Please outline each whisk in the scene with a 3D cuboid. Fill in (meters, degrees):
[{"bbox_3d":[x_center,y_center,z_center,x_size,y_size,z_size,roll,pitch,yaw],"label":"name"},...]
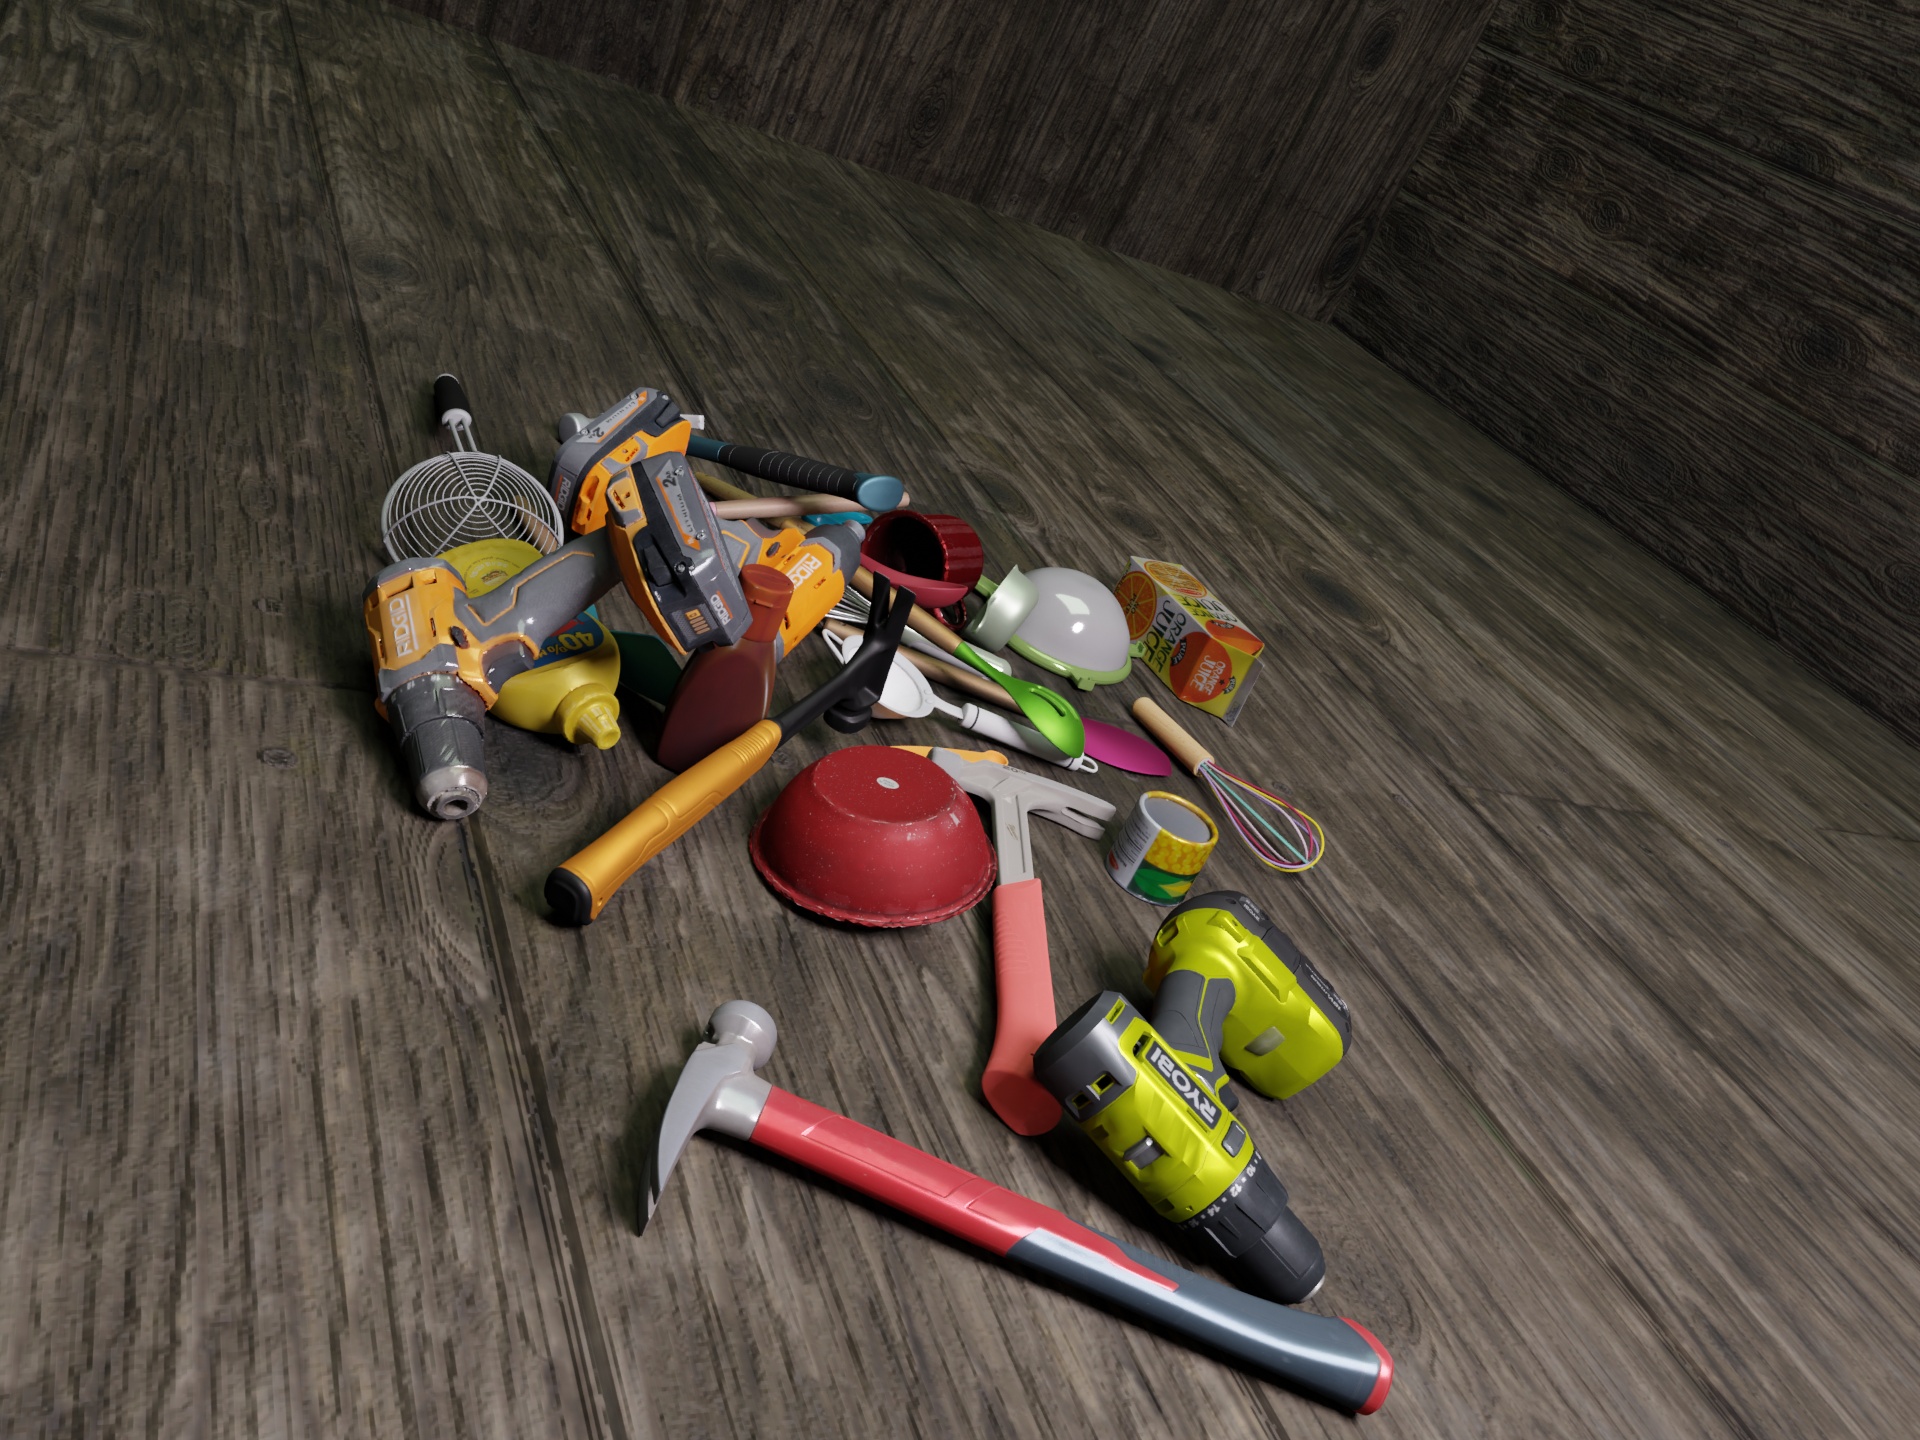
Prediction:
[{"bbox_3d":[-0.069,-0.085,1.336,0.246,0.057,0.059,24,60,-10],"label":"whisk"},{"bbox_3d":[0.221,0.049,1.337,0.051,0.047,0.245,20,19,-42],"label":"whisk"}]

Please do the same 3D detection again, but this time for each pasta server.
[{"bbox_3d":[-0.185,-0.188,1.359,0.316,0.040,0.060,-8,34,-29],"label":"pasta server"}]

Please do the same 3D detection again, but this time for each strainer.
[{"bbox_3d":[-0.002,-0.004,1.244,0.258,0.050,0.087,22,32,-20],"label":"strainer"},{"bbox_3d":[0.060,-0.130,1.493,0.256,0.069,0.151,34,28,15],"label":"strainer"}]

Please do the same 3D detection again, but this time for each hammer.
[{"bbox_3d":[0.046,0.134,1.036,0.149,0.036,0.359,19,26,-12],"label":"hammer"},{"bbox_3d":[-0.135,0.020,0.987,0.034,0.127,0.337,32,38,12],"label":"hammer"},{"bbox_3d":[0.033,0.264,0.784,0.386,0.038,0.143,24,27,-2],"label":"hammer"},{"bbox_3d":[-0.192,-0.229,1.387,0.331,0.033,0.128,19,21,31],"label":"hammer"}]

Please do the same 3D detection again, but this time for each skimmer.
[{"bbox_3d":[-0.397,-0.195,1.262,0.127,0.090,0.364,0,24,-22],"label":"skimmer"}]

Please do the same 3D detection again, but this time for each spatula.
[{"bbox_3d":[-0.273,-0.097,1.170,0.044,0.082,0.318,-32,44,-9],"label":"spatula"}]

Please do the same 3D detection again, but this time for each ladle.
[{"bbox_3d":[-0.124,-0.159,1.390,0.316,0.031,0.069,28,19,30],"label":"ladle"}]

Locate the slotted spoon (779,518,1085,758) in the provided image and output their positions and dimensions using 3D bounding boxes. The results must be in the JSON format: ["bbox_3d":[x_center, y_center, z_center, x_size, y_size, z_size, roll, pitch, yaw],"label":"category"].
[{"bbox_3d":[-0.023,-0.072,1.281,0.314,0.031,0.070,36,18,12],"label":"slotted spoon"}]

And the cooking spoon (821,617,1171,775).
[{"bbox_3d":[0.034,-0.020,1.327,0.318,0.017,0.069,21,26,-9],"label":"cooking spoon"}]

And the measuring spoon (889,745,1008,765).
[{"bbox_3d":[-0.015,0.030,1.205,0.116,0.011,0.021,3,35,-31],"label":"measuring spoon"}]

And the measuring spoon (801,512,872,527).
[{"bbox_3d":[-0.115,-0.183,1.507,0.042,0.021,0.128,31,18,13],"label":"measuring spoon"}]

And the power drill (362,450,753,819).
[{"bbox_3d":[-0.244,-0.050,0.957,0.226,0.084,0.186,-23,53,-1],"label":"power drill"}]

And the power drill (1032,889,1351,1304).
[{"bbox_3d":[0.154,0.211,0.926,0.190,0.080,0.228,47,30,3],"label":"power drill"}]

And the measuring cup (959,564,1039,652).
[{"bbox_3d":[0.034,-0.084,1.358,0.038,0.083,0.168,38,14,-4],"label":"measuring cup"}]

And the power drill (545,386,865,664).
[{"bbox_3d":[-0.188,-0.156,1.241,0.226,0.084,0.164,38,51,3],"label":"power drill"}]
